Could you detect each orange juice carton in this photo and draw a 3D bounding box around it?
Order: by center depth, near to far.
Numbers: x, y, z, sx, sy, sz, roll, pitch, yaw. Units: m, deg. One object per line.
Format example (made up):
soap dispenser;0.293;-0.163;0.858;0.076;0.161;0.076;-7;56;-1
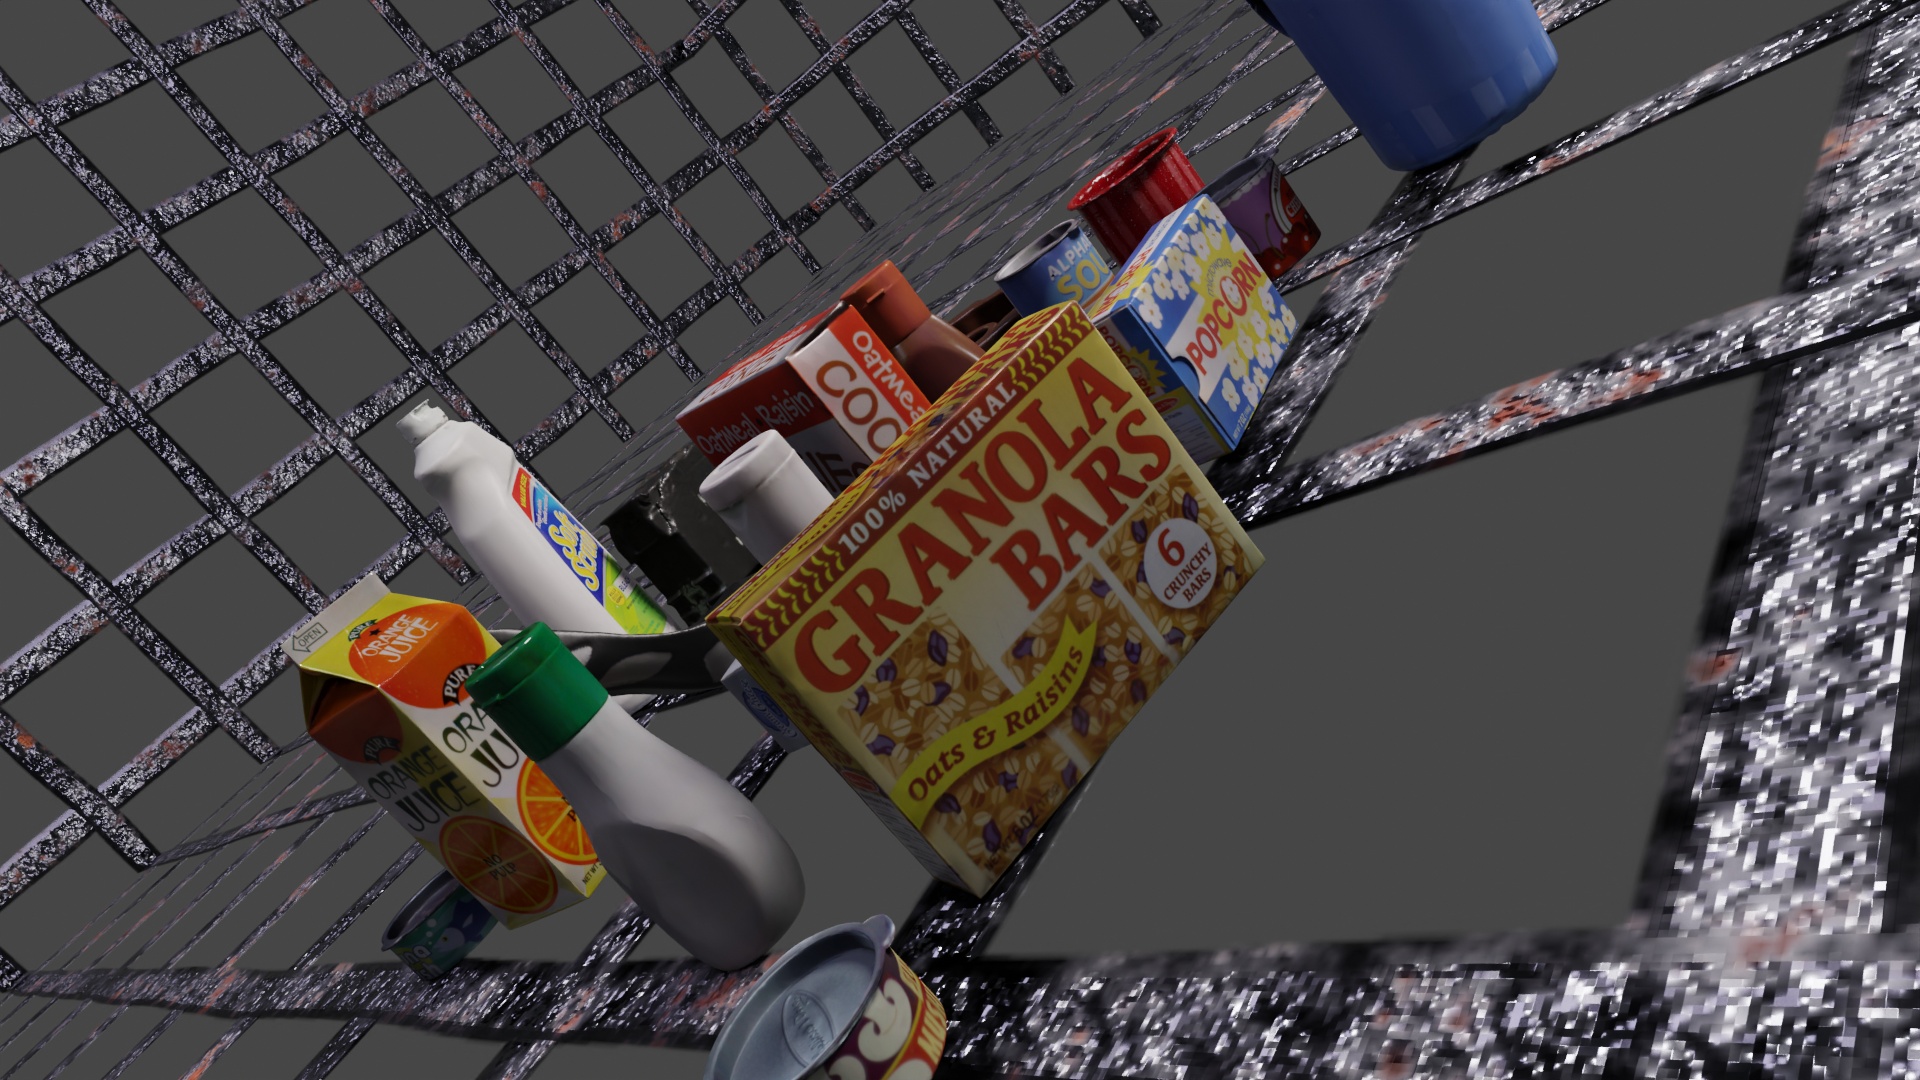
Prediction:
orange juice carton;-0.260;0.105;0.722;0.073;0.192;0.072;-29;18;33

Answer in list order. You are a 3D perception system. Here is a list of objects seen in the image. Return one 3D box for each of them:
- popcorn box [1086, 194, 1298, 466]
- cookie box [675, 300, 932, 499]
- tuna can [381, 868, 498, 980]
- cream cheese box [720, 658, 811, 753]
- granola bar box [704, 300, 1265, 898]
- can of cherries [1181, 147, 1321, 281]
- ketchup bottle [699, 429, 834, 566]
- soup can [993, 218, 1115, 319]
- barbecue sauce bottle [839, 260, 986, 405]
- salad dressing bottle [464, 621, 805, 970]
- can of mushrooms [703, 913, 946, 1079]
popcorn box;0.111;-0.101;0.668;0.038;0.085;0.127;-25;20;41
cookie box;-0.034;-0.011;0.586;0.040;0.167;0.122;-47;17;-27
tuna can;-0.290;0.214;0.783;0.071;0.033;0.071;-35;16;12
cream cheese box;-0.077;0.055;0.710;0.024;0.053;0.104;-29;18;33
granola bar box;0.014;0.017;0.479;0.166;0.124;0.039;-46;16;-23
can of cherries;0.173;-0.189;0.825;0.071;0.058;0.072;-36;16;12
ketchup bottle;-0.037;0.025;0.525;0.064;0.148;0.044;-23;22;45
soup can;0.075;-0.160;0.919;0.071;0.083;0.071;-36;16;12
barbecue sauce bottle;-0.008;-0.088;0.781;0.065;0.148;0.044;-37;15;6
salad dressing bottle;-0.121;0.095;0.520;0.064;0.147;0.044;-29;18;32
can of mushrooms;-0.037;0.145;0.403;0.071;0.033;0.071;-35;16;12
